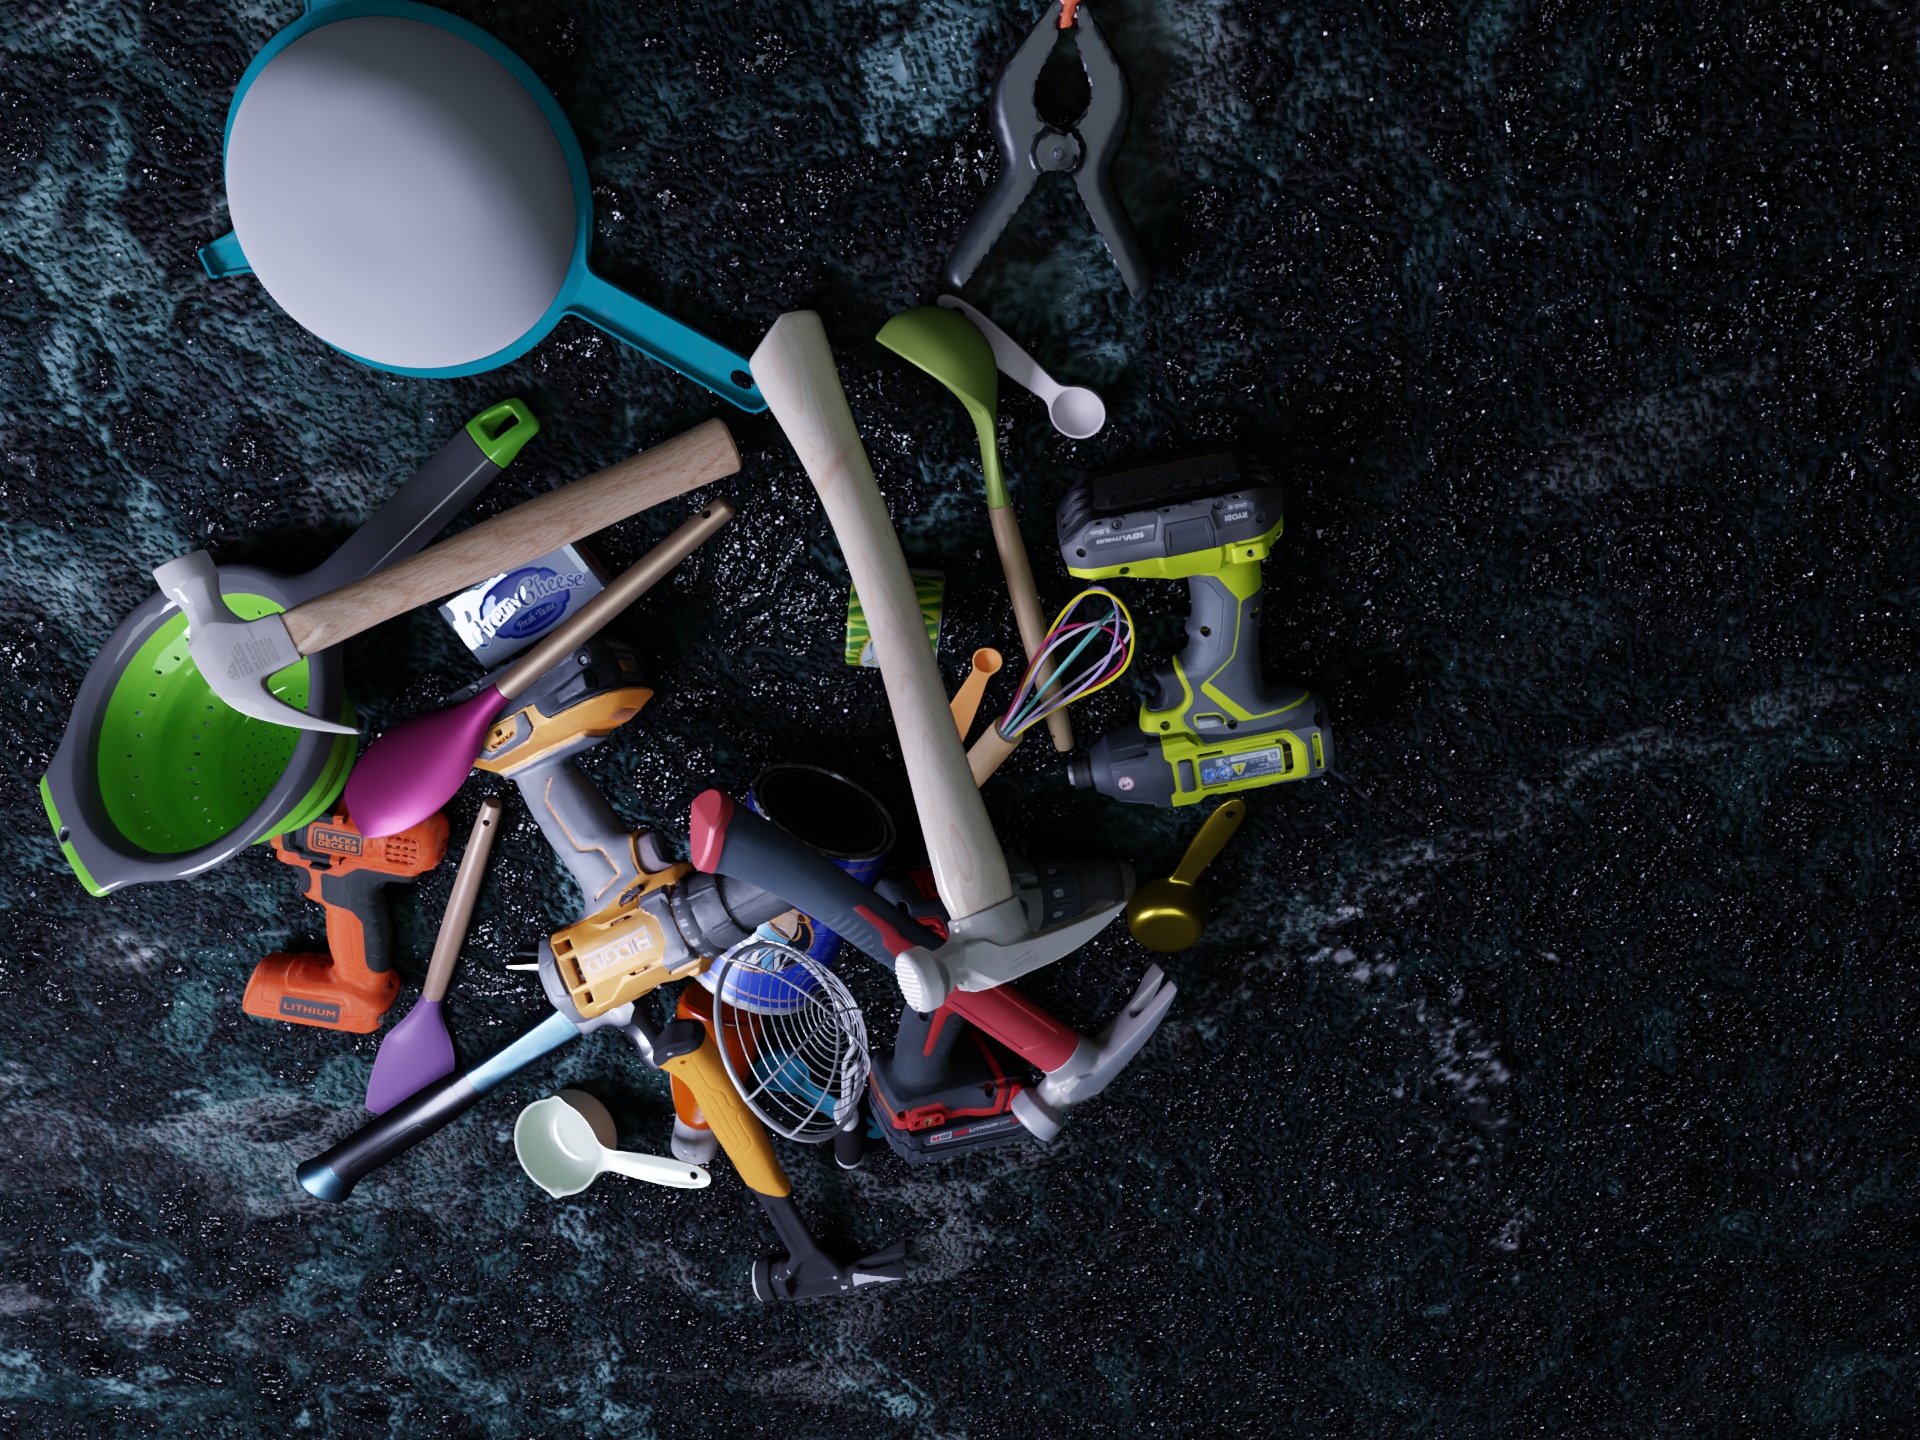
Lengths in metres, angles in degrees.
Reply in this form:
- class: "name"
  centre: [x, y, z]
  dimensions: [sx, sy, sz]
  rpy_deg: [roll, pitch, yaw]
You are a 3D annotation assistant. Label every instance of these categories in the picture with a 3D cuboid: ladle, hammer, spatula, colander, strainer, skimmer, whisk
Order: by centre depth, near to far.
- class: "strainer"
  centre: [-0.262, -0.254, 0.894]
  dimensions: [0.340, 0.095, 0.211]
  rpy_deg: [27, 115, -11]
- class: "hammer"
  centre: [-0.283, -0.096, 0.937]
  dimensions: [0.331, 0.031, 0.130]
  rpy_deg: [-26, 99, -13]
- class: "hammer"
  centre: [-0.026, -0.045, 0.945]
  dimensions: [0.146, 0.038, 0.410]
  rpy_deg: [-19, 92, -23]
- class: "ladle"
  centre: [0.020, -0.107, 0.989]
  dimensions: [0.062, 0.078, 0.319]
  rpy_deg: [-25, 123, -12]
- class: "hammer"
  centre: [-0.014, 0.138, 1.004]
  dimensions: [0.143, 0.038, 0.385]
  rpy_deg: [-48, 126, 2]
- class: "whisk"
  centre: [0.041, -0.002, 1.004]
  dimensions: [0.047, 0.051, 0.245]
  rpy_deg: [33, 139, -5]
- class: "colander"
  centre: [-0.397, -0.045, 1.009]
  dimensions: [0.397, 0.205, 0.094]
  rpy_deg: [-43, 153, 3]
- class: "skimmer"
  centre: [-0.108, 0.258, 1.087]
  dimensions: [0.090, 0.127, 0.363]
  rpy_deg: [-9, 152, -8]
- class: "spatula"
  centre: [-0.381, 0.184, 1.172]
  dimensions: [0.059, 0.018, 0.315]
  rpy_deg: [17, 118, -13]
- class: "hammer"
  centre: [-0.369, 0.275, 1.186]
  dimensions: [0.331, 0.033, 0.128]
  rpy_deg: [-33, 101, 17]
- class: "hammer"
  centre: [-0.144, 0.336, 1.199]
  dimensions: [0.127, 0.034, 0.336]
  rpy_deg: [-12, 130, 9]

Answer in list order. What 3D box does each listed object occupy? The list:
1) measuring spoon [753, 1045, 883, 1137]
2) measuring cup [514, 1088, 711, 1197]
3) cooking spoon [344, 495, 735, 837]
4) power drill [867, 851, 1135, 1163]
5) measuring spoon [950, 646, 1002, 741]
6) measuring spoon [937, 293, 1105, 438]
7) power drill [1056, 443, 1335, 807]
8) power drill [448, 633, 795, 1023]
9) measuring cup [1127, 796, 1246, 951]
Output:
- class: "measuring spoon"
  centre: [-0.105, 0.285, 1.224]
  dimensions: [0.042, 0.021, 0.128]
  rpy_deg: [-35, 121, 26]
- class: "measuring cup"
  centre: [-0.257, 0.325, 1.206]
  dimensions: [0.167, 0.038, 0.083]
  rpy_deg: [7, 101, 18]
- class: "cooking spoon"
  centre: [-0.262, -0.034, 0.975]
  dimensions: [0.319, 0.017, 0.069]
  rpy_deg: [-37, 68, 10]
- class: "power drill"
  centre: [0.025, 0.190, 1.120]
  dimensions: [0.188, 0.080, 0.226]
  rpy_deg: [-7, 122, -23]
- class: "measuring spoon"
  centre: [-0.002, -0.003, 1.071]
  dimensions: [0.021, 0.011, 0.116]
  rpy_deg: [21, 120, -10]
- class: "measuring spoon"
  centre: [0.037, -0.216, 0.955]
  dimensions: [0.124, 0.018, 0.034]
  rpy_deg: [38, 129, -10]
- class: "power drill"
  centre: [0.138, -0.048, 1.006]
  dimensions: [0.171, 0.080, 0.223]
  rpy_deg: [-11, 120, 7]
- class: "power drill"
  centre: [-0.208, 0.057, 1.010]
  dimensions: [0.185, 0.084, 0.226]
  rpy_deg: [-25, 83, 14]
- class: "measuring cup"
  centre: [0.159, 0.108, 1.087]
  dimensions: [0.062, 0.029, 0.156]
  rpy_deg: [15, 137, -8]
